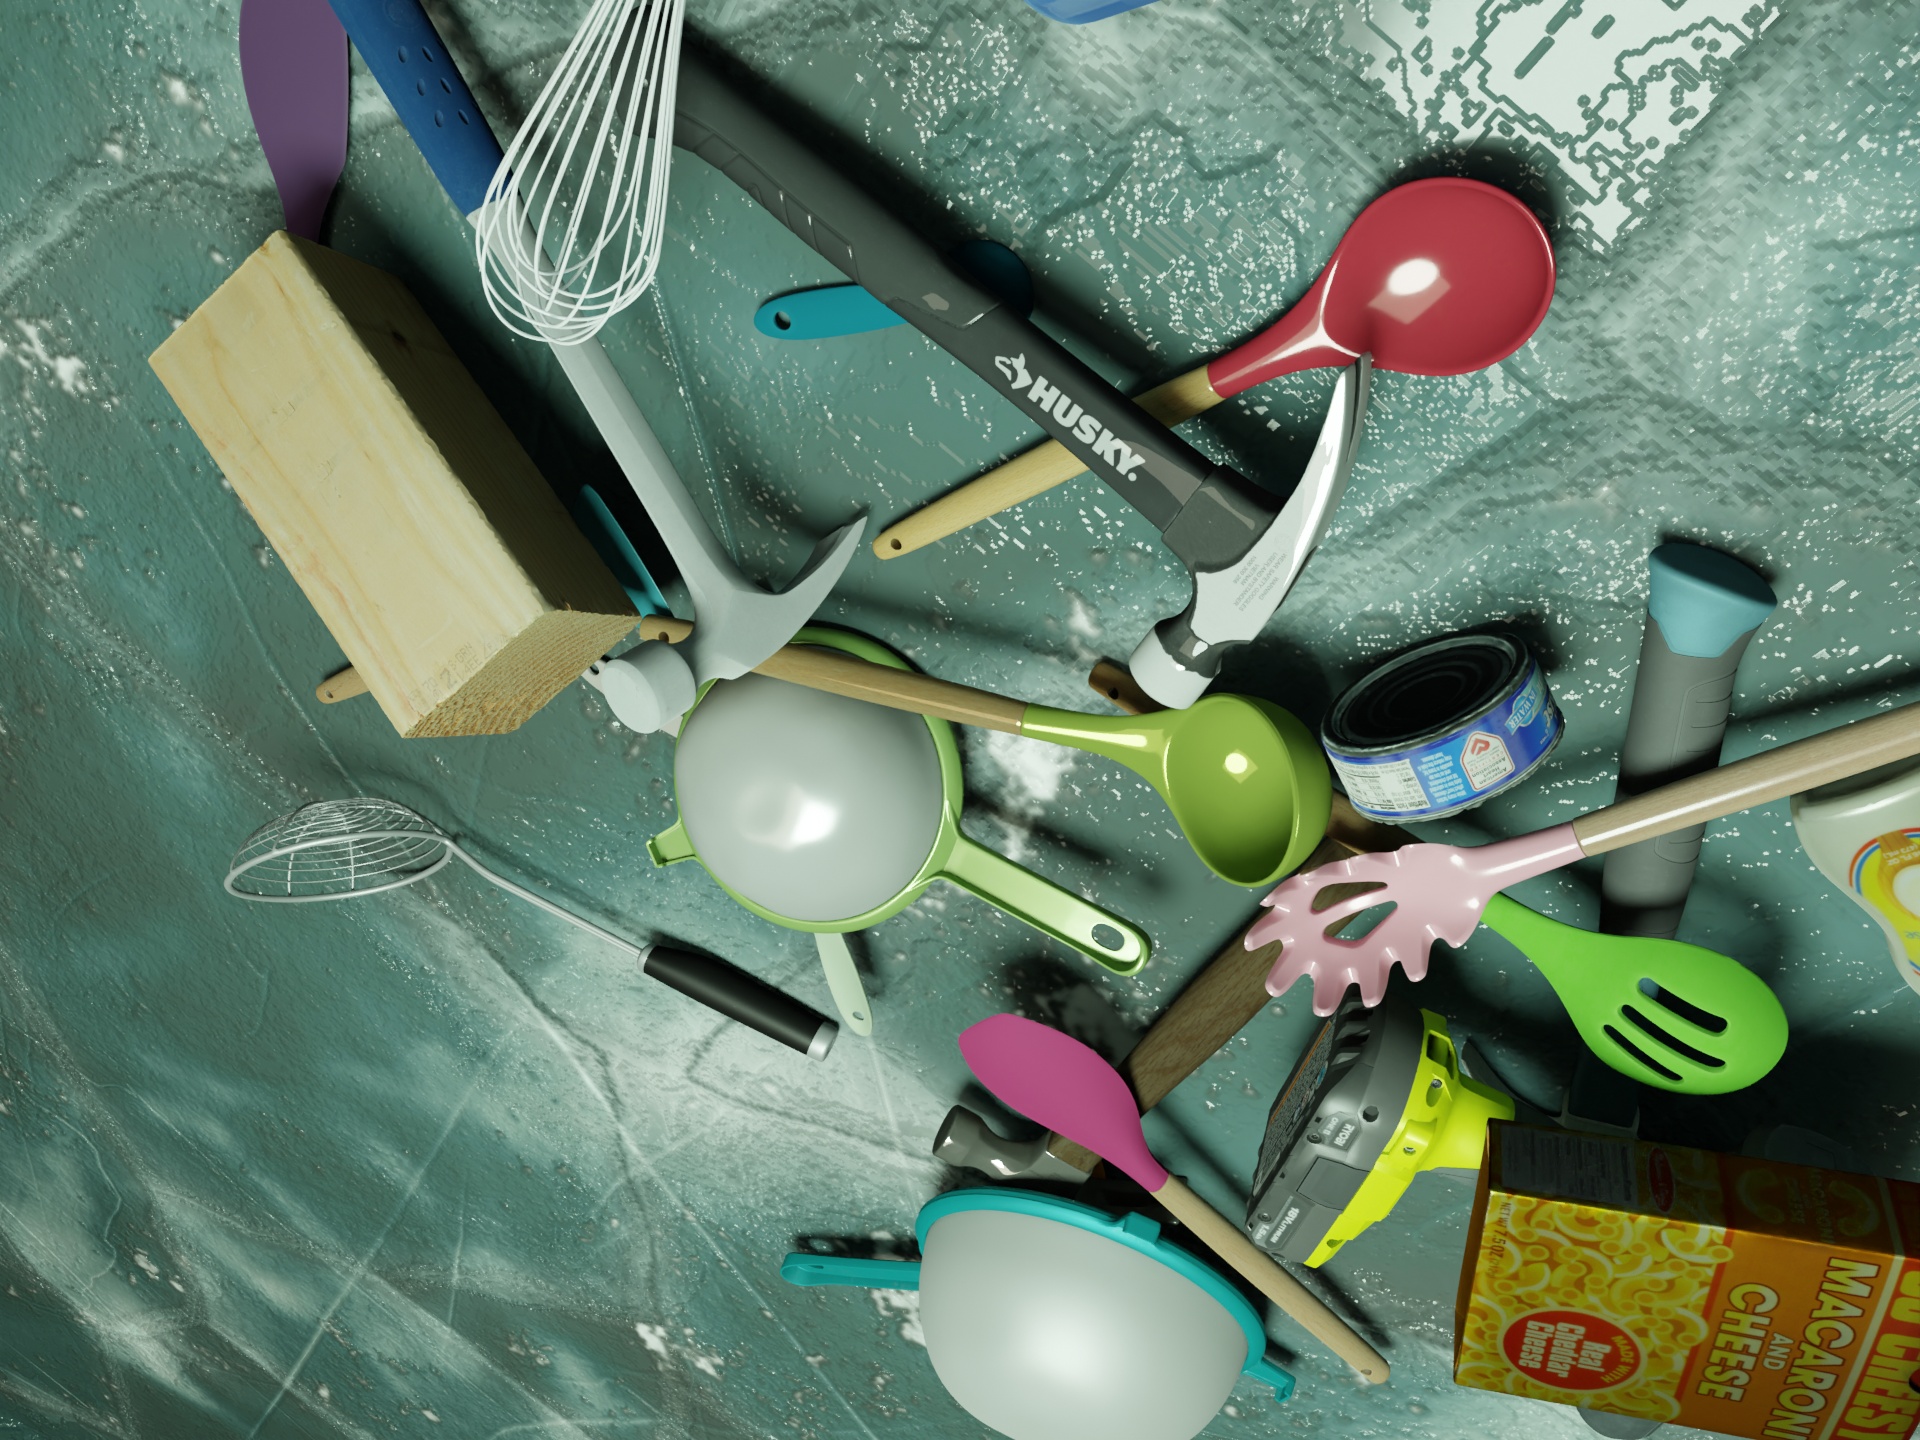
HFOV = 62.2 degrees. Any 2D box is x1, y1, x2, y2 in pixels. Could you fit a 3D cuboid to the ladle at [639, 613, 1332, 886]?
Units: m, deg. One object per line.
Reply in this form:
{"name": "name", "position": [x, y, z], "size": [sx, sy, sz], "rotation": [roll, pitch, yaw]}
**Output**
{"name": "ladle", "position": [-0.001, -0.002, 0.676], "size": [0.320, 0.062, 0.078], "rotation": [14, 116, 17]}

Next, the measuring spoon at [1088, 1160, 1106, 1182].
{"name": "measuring spoon", "position": [0.063, 0.233, 0.890], "size": [0.021, 0.011, 0.116], "rotation": [-1, 122, 28]}

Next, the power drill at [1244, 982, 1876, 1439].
{"name": "power drill", "position": [0.248, 0.224, 0.698], "size": [0.228, 0.080, 0.190], "rotation": [22, 129, 6]}

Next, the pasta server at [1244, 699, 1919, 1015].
{"name": "pasta server", "position": [0.254, 0.037, 0.583], "size": [0.316, 0.040, 0.060], "rotation": [-24, 98, 27]}

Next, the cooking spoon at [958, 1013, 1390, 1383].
{"name": "cooking spoon", "position": [0.120, 0.254, 0.827], "size": [0.318, 0.017, 0.068], "rotation": [43, 127, -16]}

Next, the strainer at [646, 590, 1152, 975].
{"name": "strainer", "position": [-0.033, 0.057, 0.734], "size": [0.256, 0.069, 0.151], "rotation": [27, 105, 13]}

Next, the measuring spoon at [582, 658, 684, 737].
{"name": "measuring spoon", "position": [-0.152, -0.007, 0.832], "size": [0.124, 0.018, 0.034], "rotation": [31, 132, 14]}

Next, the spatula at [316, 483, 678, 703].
{"name": "spatula", "position": [-0.258, -0.047, 0.836], "size": [0.317, 0.044, 0.082], "rotation": [-17, 111, 37]}

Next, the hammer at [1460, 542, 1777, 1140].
{"name": "hammer", "position": [0.280, 0.080, 0.652], "size": [0.128, 0.033, 0.330], "rotation": [9, 126, 21]}

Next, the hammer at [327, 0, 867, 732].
{"name": "hammer", "position": [-0.180, -0.201, 0.651], "size": [0.035, 0.144, 0.405], "rotation": [-19, 104, 50]}

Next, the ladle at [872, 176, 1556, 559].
{"name": "ladle", "position": [0.079, -0.120, 0.618], "size": [0.315, 0.031, 0.069], "rotation": [-21, 107, 39]}

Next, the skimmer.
{"name": "skimmer", "position": [-0.252, 0.139, 0.937], "size": [0.363, 0.090, 0.127], "rotation": [25, 163, 7]}

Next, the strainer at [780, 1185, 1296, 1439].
{"name": "strainer", "position": [0.008, 0.366, 0.935], "size": [0.340, 0.095, 0.210], "rotation": [-10, 131, 36]}

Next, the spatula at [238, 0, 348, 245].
{"name": "spatula", "position": [-0.319, -0.207, 0.770], "size": [0.060, 0.018, 0.315], "rotation": [26, 130, 10]}

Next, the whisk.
{"name": "whisk", "position": [-0.107, -0.265, 0.561], "size": [0.070, 0.070, 0.284], "rotation": [28, 114, 7]}

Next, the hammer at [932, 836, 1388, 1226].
{"name": "hammer", "position": [0.111, 0.163, 0.794], "size": [0.130, 0.031, 0.331], "rotation": [30, 130, -5]}

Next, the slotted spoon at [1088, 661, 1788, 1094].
{"name": "slotted spoon", "position": [0.185, 0.059, 0.658], "size": [0.314, 0.031, 0.070], "rotation": [32, 126, 18]}

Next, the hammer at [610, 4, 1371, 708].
{"name": "hammer", "position": [-0.001, -0.160, 0.597], "size": [0.335, 0.035, 0.146], "rotation": [40, 126, 7]}

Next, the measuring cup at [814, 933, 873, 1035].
{"name": "measuring cup", "position": [-0.063, 0.097, 0.842], "size": [0.083, 0.038, 0.167], "rotation": [5, 127, 25]}

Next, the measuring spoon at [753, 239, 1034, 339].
{"name": "measuring spoon", "position": [-0.033, -0.165, 0.645], "size": [0.129, 0.021, 0.042], "rotation": [0, 122, 26]}
